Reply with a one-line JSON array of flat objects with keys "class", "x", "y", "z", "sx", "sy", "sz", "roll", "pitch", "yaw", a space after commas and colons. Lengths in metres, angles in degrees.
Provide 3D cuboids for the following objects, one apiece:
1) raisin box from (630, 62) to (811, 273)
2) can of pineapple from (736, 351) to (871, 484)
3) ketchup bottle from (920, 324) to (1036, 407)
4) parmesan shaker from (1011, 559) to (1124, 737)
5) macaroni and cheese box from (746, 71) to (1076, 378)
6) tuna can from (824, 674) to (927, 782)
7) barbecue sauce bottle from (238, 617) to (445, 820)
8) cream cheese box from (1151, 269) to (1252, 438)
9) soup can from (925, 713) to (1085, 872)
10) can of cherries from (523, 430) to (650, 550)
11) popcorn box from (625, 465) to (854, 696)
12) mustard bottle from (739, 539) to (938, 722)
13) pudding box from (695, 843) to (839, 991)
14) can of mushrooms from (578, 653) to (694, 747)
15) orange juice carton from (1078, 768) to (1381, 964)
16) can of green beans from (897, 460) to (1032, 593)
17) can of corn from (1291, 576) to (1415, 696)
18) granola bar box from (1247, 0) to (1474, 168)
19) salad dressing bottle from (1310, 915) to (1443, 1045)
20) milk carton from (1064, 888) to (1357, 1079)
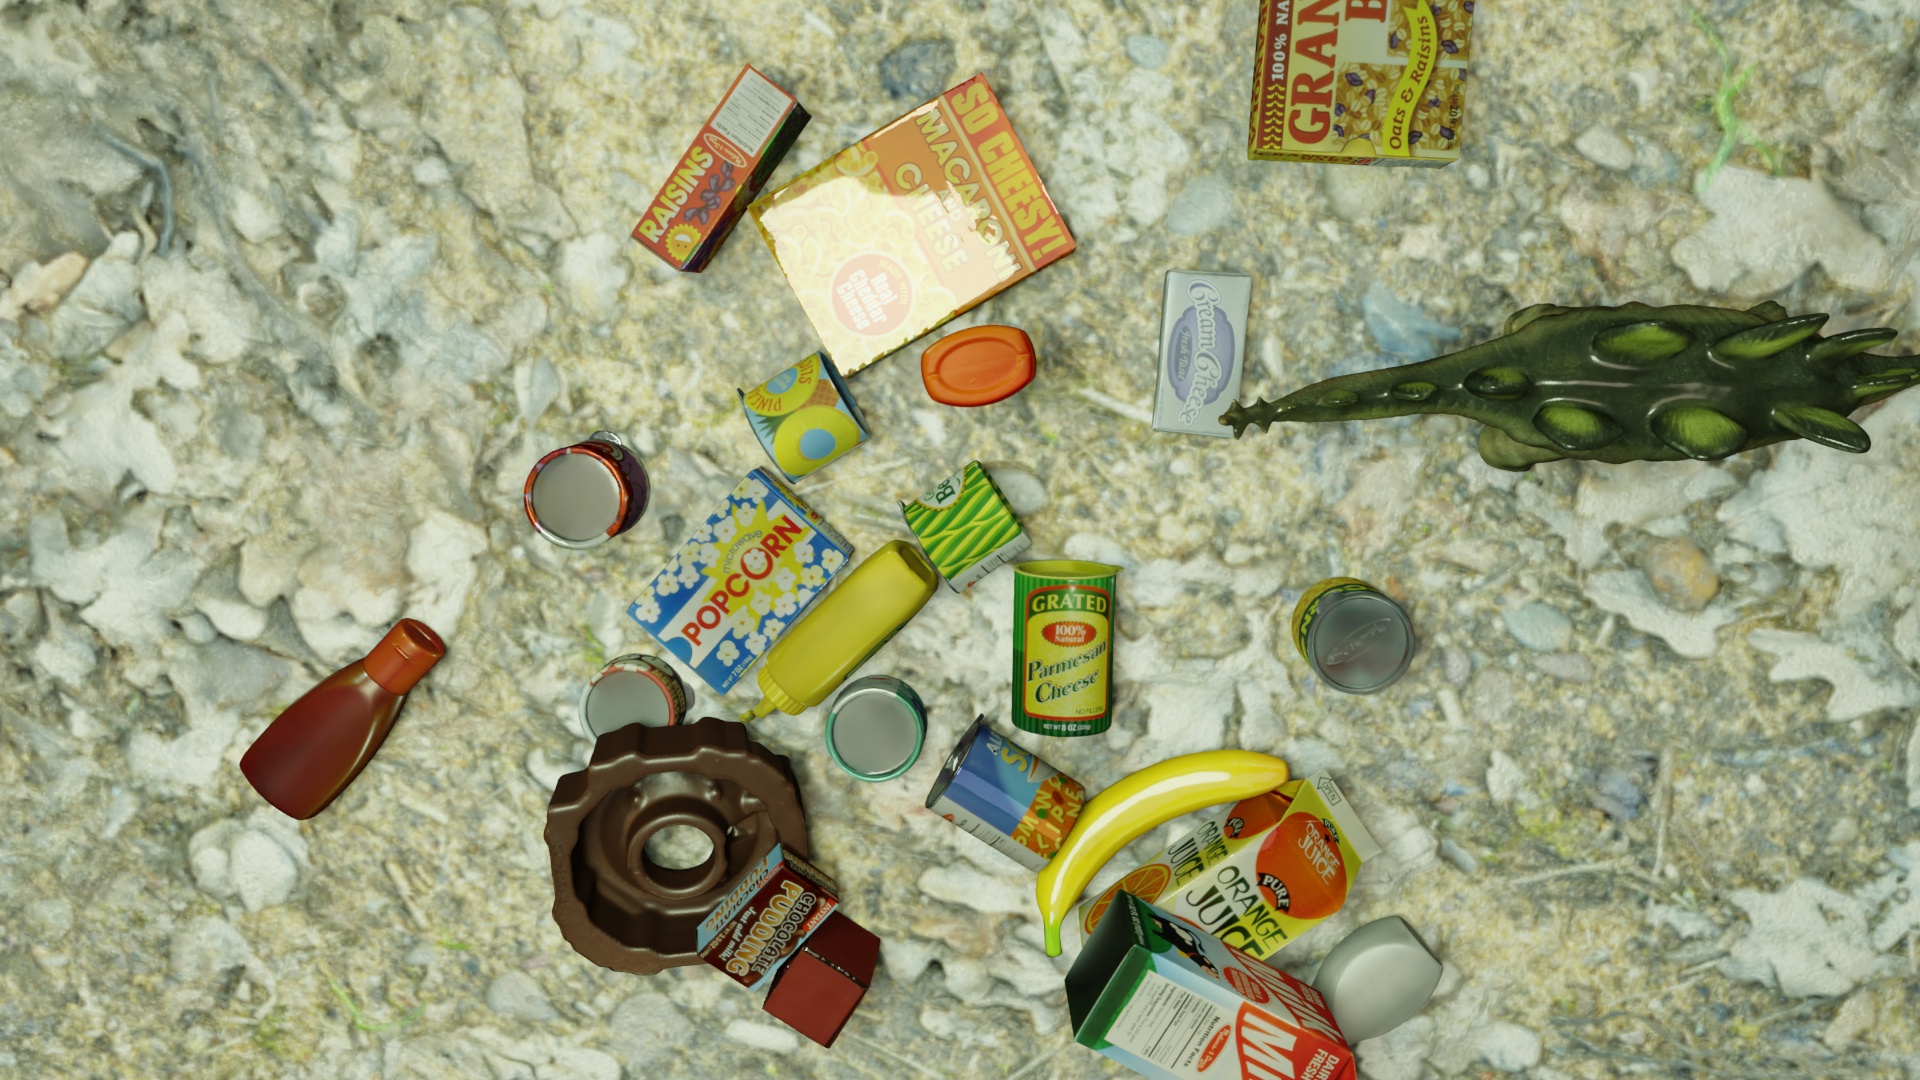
[{"class": "raisin box", "x": -0.144, "y": -0.223, "z": 0.847, "sx": 0.040, "sy": 0.086, "sz": 0.123, "roll": 36, "pitch": 98, "yaw": -8}, {"class": "can of pineapple", "x": -0.098, "y": -0.079, "z": 0.874, "sx": 0.058, "sy": 0.071, "sz": 0.071, "roll": -30, "pitch": 96, "yaw": 5}, {"class": "ketchup bottle", "x": 0.012, "y": -0.104, "z": 0.826, "sx": 0.065, "sy": 0.149, "sz": 0.043, "roll": -12, "pitch": 97, "yaw": 3}, {"class": "parmesan shaker", "x": 0.069, "y": 0.068, "z": 0.889, "sx": 0.071, "sy": 0.071, "sz": 0.103, "roll": 1, "pitch": 98, "yaw": 2}, {"class": "macaroni and cheese box", "x": -0.030, "y": -0.195, "z": 0.870, "sx": 0.166, "sy": 0.040, "sz": 0.123, "roll": -28, "pitch": 96, "yaw": 6}, {"class": "tuna can", "x": -0.055, "y": 0.127, "z": 0.918, "sx": 0.071, "sy": 0.033, "sz": 0.071, "roll": 0, "pitch": 97, "yaw": 2}, {"class": "barbecue sauce bottle", "x": -0.406, "y": 0.115, "z": 0.924, "sx": 0.065, "sy": 0.044, "sz": 0.148, "roll": 45, "pitch": 96, "yaw": -4}, {"class": "cream cheese box", "x": 0.152, "y": -0.119, "z": 0.882, "sx": 0.053, "sy": 0.024, "sz": 0.103, "roll": 4, "pitch": 98, "yaw": 1}, {"class": "soup can", "x": 0.031, "y": 0.164, "z": 0.904, "sx": 0.084, "sy": 0.071, "sz": 0.071, "roll": 32, "pitch": 98, "yaw": -3}, {"class": "can of cherries", "x": -0.239, "y": -0.033, "z": 0.890, "sx": 0.071, "sy": 0.058, "sz": 0.071, "roll": 0, "pitch": 98, "yaw": 2}, {"class": "popcorn box", "x": -0.142, "y": 0.025, "z": 0.905, "sx": 0.085, "sy": 0.038, "sz": 0.126, "roll": 42, "pitch": 97, "yaw": -5}, {"class": "mustard bottle", "x": -0.084, "y": 0.067, "z": 0.898, "sx": 0.160, "sy": 0.065, "sz": 0.049, "roll": -44, "pitch": 89, "yaw": 13}, {"class": "pudding box", "x": -0.123, "y": 0.240, "z": 0.881, "sx": 0.049, "sy": 0.030, "sz": 0.083, "roll": 41, "pitch": 98, "yaw": -21}, {"class": "can of mushrooms", "x": -0.215, "y": 0.110, "z": 0.921, "sx": 0.071, "sy": 0.033, "sz": 0.071, "roll": 0, "pitch": 97, "yaw": 3}, {"class": "orange juice carton", "x": 0.175, "y": 0.228, "z": 0.903, "sx": 0.192, "sy": 0.073, "sz": 0.071, "roll": -36, "pitch": 96, "yaw": 6}, {"class": "can of green beans", "x": 0.004, "y": -0.009, "z": 0.881, "sx": 0.058, "sy": 0.071, "sz": 0.071, "roll": -34, "pitch": 95, "yaw": 6}, {"class": "can of corn", "x": 0.247, "y": 0.058, "z": 0.885, "sx": 0.071, "sy": 0.058, "sz": 0.071, "roll": 0, "pitch": 98, "yaw": 2}, {"class": "granola bar box", "x": 0.245, "y": -0.315, "z": 0.845, "sx": 0.124, "sy": 0.039, "sz": 0.165, "roll": 3, "pitch": 98, "yaw": 2}, {"class": "salad dressing bottle", "x": 0.251, "y": 0.314, "z": 0.927, "sx": 0.147, "sy": 0.044, "sz": 0.064, "roll": -43, "pitch": 96, "yaw": 8}, {"class": "milk carton", "x": 0.164, "y": 0.296, "z": 0.840, "sx": 0.190, "sy": 0.072, "sz": 0.073, "roll": 28, "pitch": 100, "yaw": -6}]
